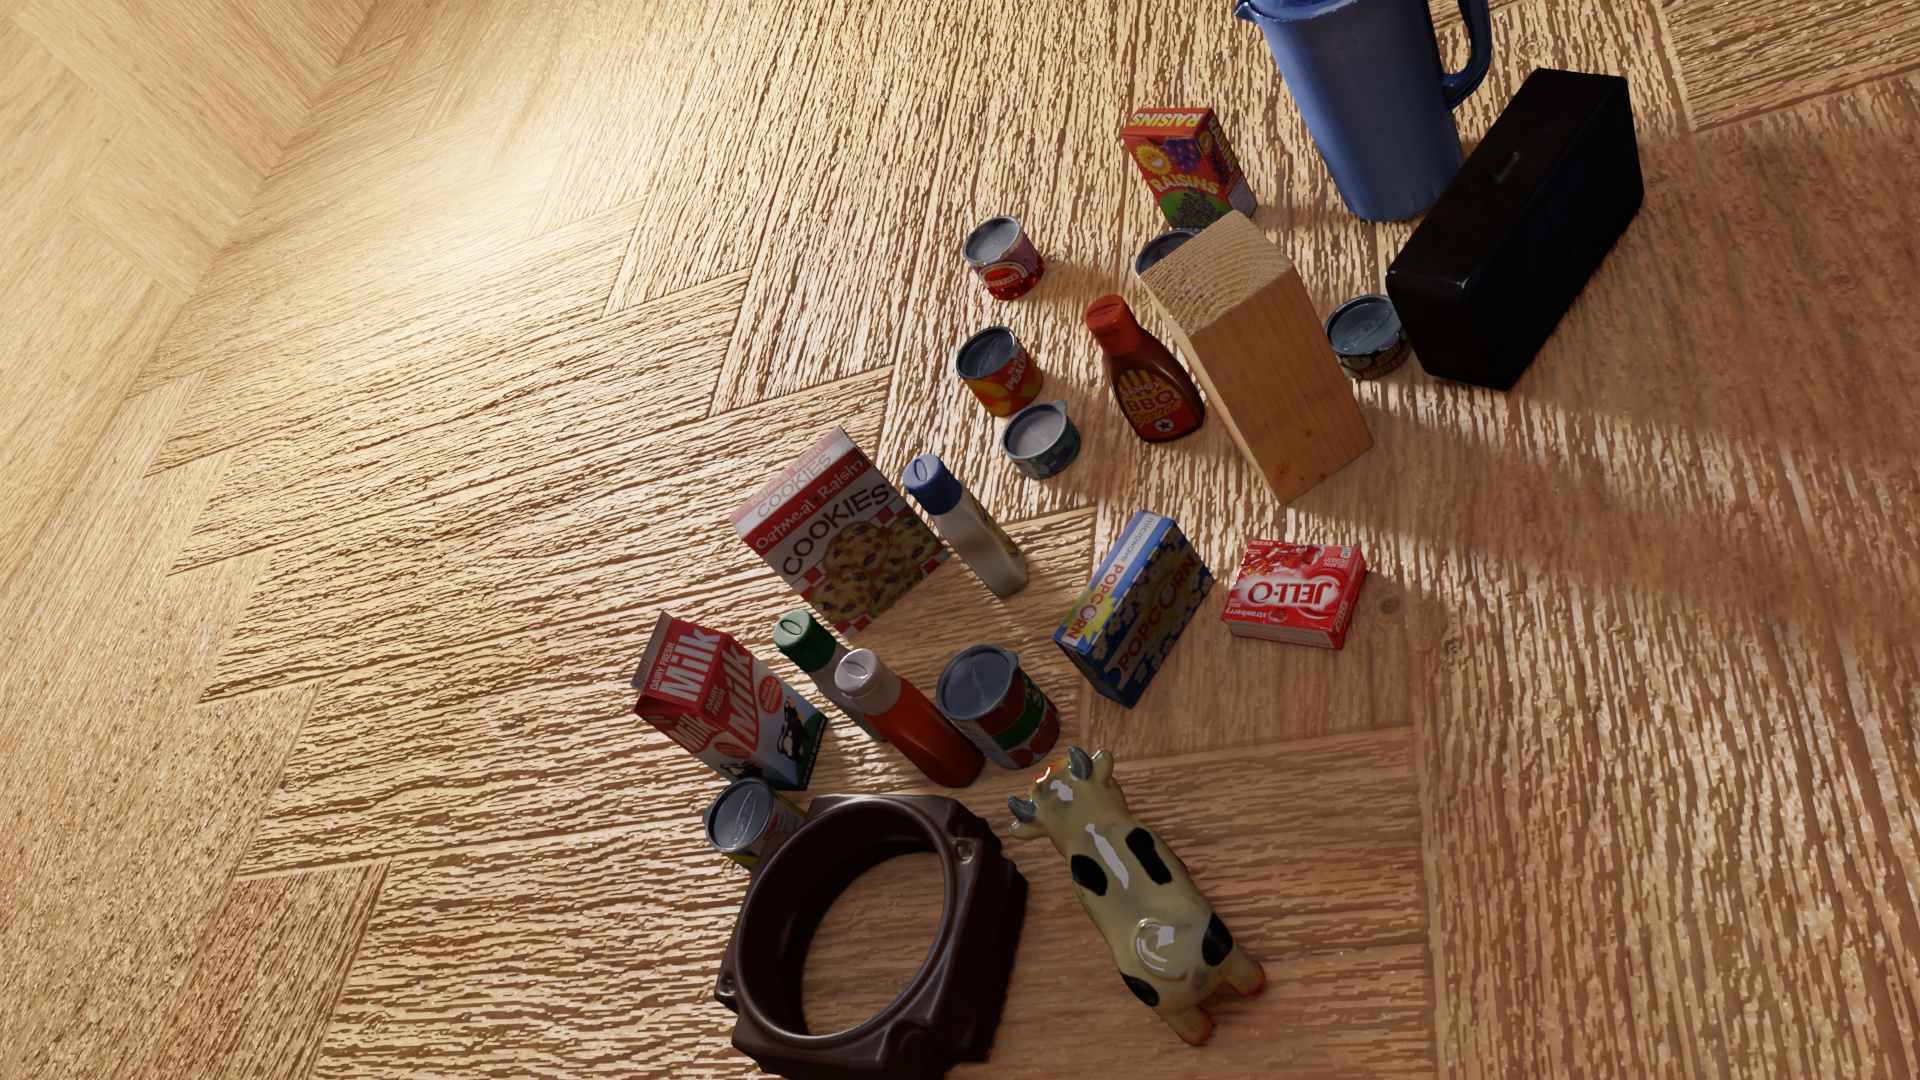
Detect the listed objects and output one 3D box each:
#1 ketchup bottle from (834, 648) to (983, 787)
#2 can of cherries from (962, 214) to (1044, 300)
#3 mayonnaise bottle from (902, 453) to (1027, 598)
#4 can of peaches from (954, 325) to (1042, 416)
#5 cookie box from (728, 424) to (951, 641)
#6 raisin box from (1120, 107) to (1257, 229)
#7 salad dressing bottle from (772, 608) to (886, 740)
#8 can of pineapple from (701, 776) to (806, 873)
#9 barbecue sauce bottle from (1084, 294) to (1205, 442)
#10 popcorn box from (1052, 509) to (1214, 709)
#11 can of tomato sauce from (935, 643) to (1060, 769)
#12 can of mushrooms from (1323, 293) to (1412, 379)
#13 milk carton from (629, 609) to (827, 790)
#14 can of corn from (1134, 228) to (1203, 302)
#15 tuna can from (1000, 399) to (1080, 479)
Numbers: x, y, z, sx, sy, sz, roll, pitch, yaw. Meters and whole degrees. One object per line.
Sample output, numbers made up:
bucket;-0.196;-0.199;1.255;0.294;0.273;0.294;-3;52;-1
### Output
ketchup bottle;-0.042;0.136;1.060;0.065;0.148;0.043;18;68;43
can of cherries;0.044;-0.286;1.418;0.071;0.058;0.072;-19;47;22
mayonnaise bottle;0.004;-0.014;1.153;0.041;0.147;0.065;-31;43;10
can of peaches;0.039;-0.160;1.317;0.071;0.058;0.071;-19;47;22
cookie box;-0.102;-0.004;1.205;0.123;0.167;0.040;-40;43;1
raisin box;0.215;-0.347;1.301;0.086;0.123;0.040;17;67;42
salad dressing bottle;-0.095;0.109;1.120;0.064;0.147;0.044;24;72;45
can of pineapple;-0.165;0.234;1.131;0.071;0.057;0.071;-19;47;22
barbecue sauce bottle;0.150;-0.143;1.158;0.065;0.148;0.044;-15;48;25
popcorn box;0.133;0.051;1.054;0.038;0.085;0.127;21;69;44
can of tomato sauce;0.031;0.127;1.064;0.071;0.083;0.071;-19;47;22
can of mushrooms;0.334;-0.165;1.132;0.071;0.033;0.071;-19;47;21
milk carton;-0.197;0.134;1.139;0.073;0.190;0.073;-6;53;32
can of corn;0.203;-0.242;1.270;0.071;0.058;0.071;-19;47;22
tuna can;0.075;-0.092;1.253;0.071;0.032;0.071;-19;47;21
